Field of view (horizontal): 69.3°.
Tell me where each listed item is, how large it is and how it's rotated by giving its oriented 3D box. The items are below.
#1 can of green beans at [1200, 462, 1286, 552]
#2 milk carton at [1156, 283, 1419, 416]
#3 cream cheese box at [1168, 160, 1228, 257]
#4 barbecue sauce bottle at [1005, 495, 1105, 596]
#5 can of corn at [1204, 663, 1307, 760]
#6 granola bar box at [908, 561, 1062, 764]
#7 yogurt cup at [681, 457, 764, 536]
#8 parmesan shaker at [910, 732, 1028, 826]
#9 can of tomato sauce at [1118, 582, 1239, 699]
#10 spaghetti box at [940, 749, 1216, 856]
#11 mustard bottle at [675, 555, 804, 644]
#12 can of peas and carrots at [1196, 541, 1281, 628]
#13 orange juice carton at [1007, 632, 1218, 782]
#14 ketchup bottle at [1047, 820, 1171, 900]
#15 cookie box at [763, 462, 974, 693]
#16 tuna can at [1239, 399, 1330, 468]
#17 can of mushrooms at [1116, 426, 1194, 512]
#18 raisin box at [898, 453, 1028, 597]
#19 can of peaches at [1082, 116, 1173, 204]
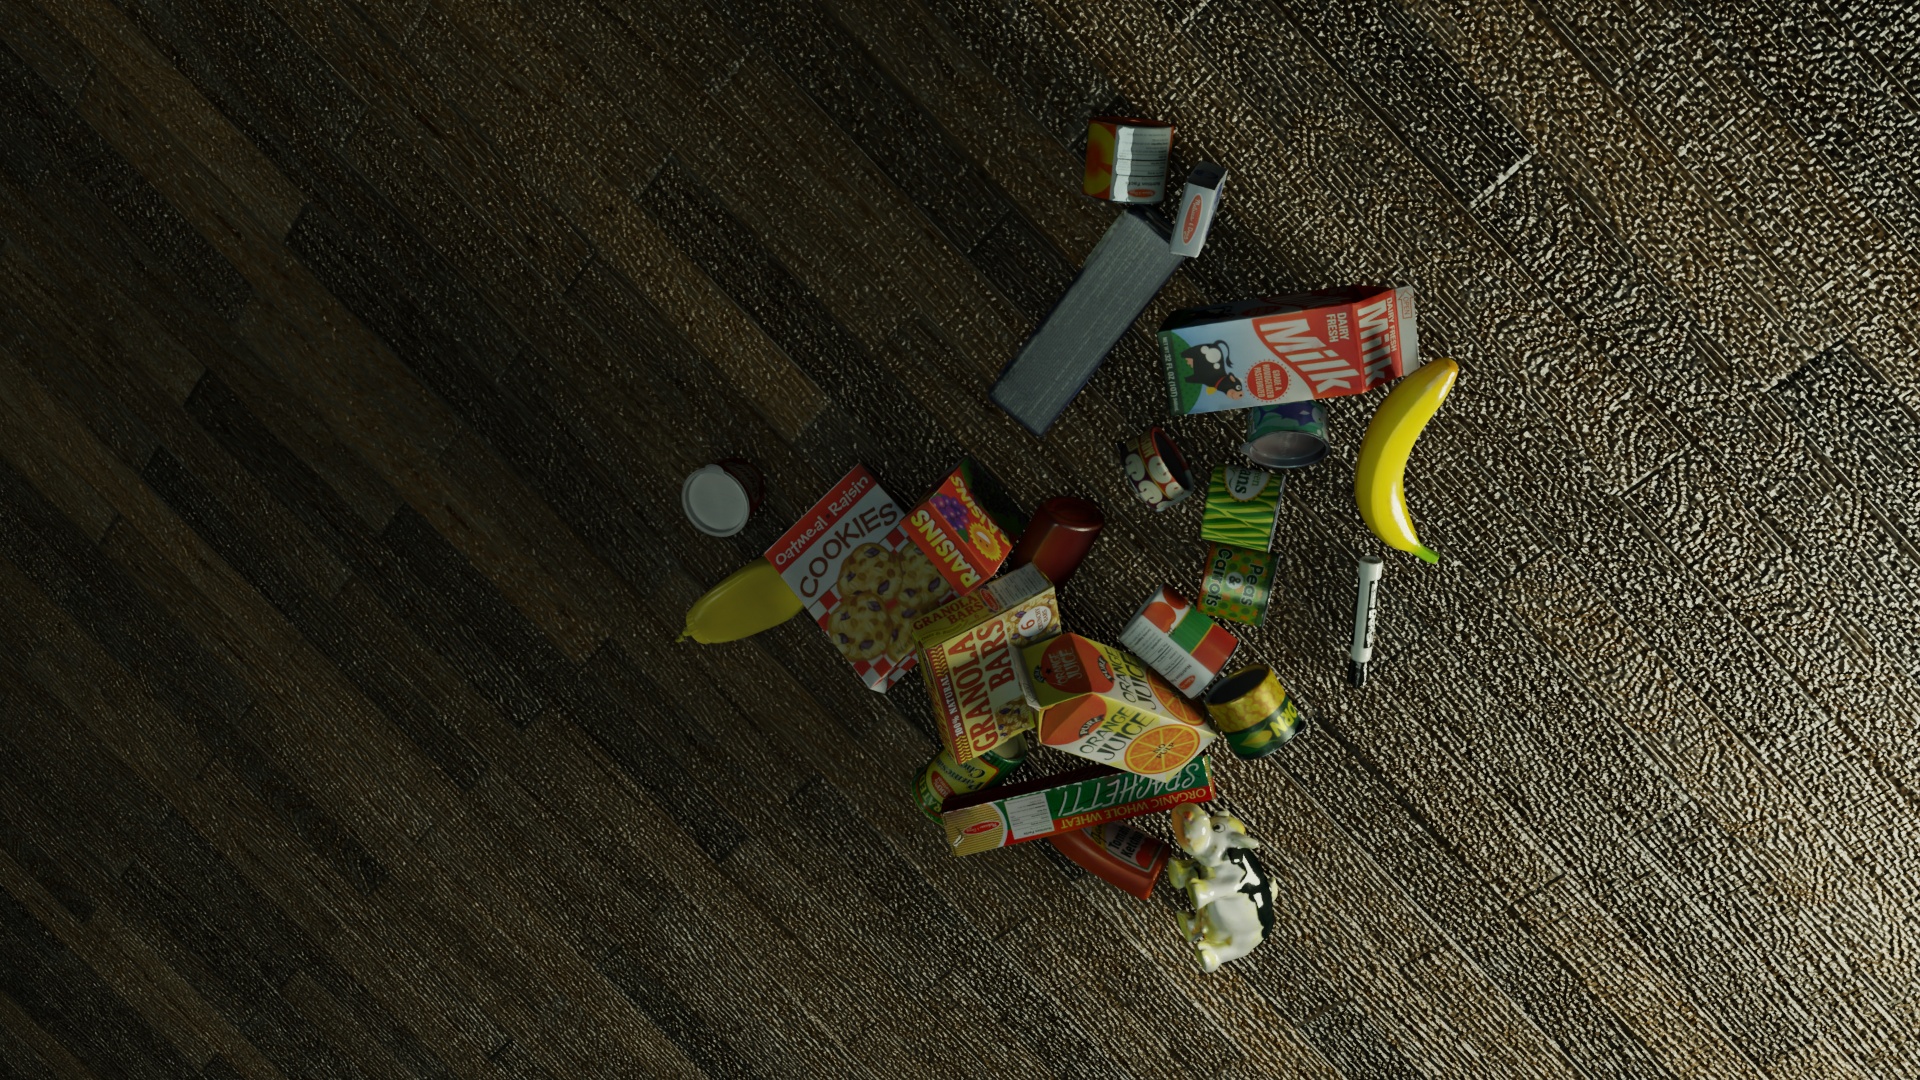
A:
[{"bbox_3d":[0.234,-0.028,1.149,0.058,0.071,0.071,12,115,14],"label":"can of green beans"},{"bbox_3d":[0.257,-0.152,1.087,0.190,0.074,0.072,-5,110,20],"label":"milk carton"},{"bbox_3d":[0.180,-0.252,1.054,0.024,0.104,0.053,17,117,8],"label":"cream cheese box"},{"bbox_3d":[0.069,0.028,1.232,0.044,0.065,0.147,59,134,35],"label":"barbecue sauce bottle"},{"bbox_3d":[0.257,0.148,1.213,0.071,0.071,0.058,-28,100,26],"label":"can of corn"},{"bbox_3d":[0.031,0.111,1.217,0.124,0.039,0.164,-26,135,-13],"label":"granola bar box"},{"bbox_3d":[-0.218,-0.044,1.298,0.072,0.054,0.072,7,113,16],"label":"yogurt cup"},{"bbox_3d":[0.006,0.214,1.324,0.071,0.071,0.102,39,117,0],"label":"parmesan shaker"},{"bbox_3d":[0.190,0.086,1.209,0.083,0.071,0.071,39,118,4],"label":"can of tomato sauce"},{"bbox_3d":[0.108,0.239,1.281,0.250,0.029,0.050,-14,108,4],"label":"spaghetti box"},{"bbox_3d":[-0.217,0.064,1.345,0.160,0.049,0.065,-25,102,26],"label":"mustard bottle"},{"bbox_3d":[0.234,0.036,1.172,0.059,0.071,0.070,13,115,13],"label":"can of peas and carrots"},{"bbox_3d":[0.122,0.140,1.198,0.192,0.072,0.072,22,123,-32],"label":"orange juice carton"},{"bbox_3d":[0.122,0.282,1.318,0.149,0.065,0.043,25,122,16],"label":"ketchup bottle"},{"bbox_3d":[-0.078,0.032,1.233,0.123,0.040,0.168,-43,67,4],"label":"cookie box"},{"bbox_3d":[0.260,-0.086,1.115,0.071,0.033,0.070,4,157,2],"label":"tuna can"},{"bbox_3d":[0.163,-0.061,1.158,0.033,0.071,0.071,-31,99,26],"label":"can of mushrooms"},{"bbox_3d":[0.004,-0.015,1.197,0.040,0.124,0.086,-36,98,27],"label":"raisin box"},{"bbox_3d":[0.128,-0.296,1.076,0.071,0.071,0.057,10,114,14],"label":"can of peaches"}]
